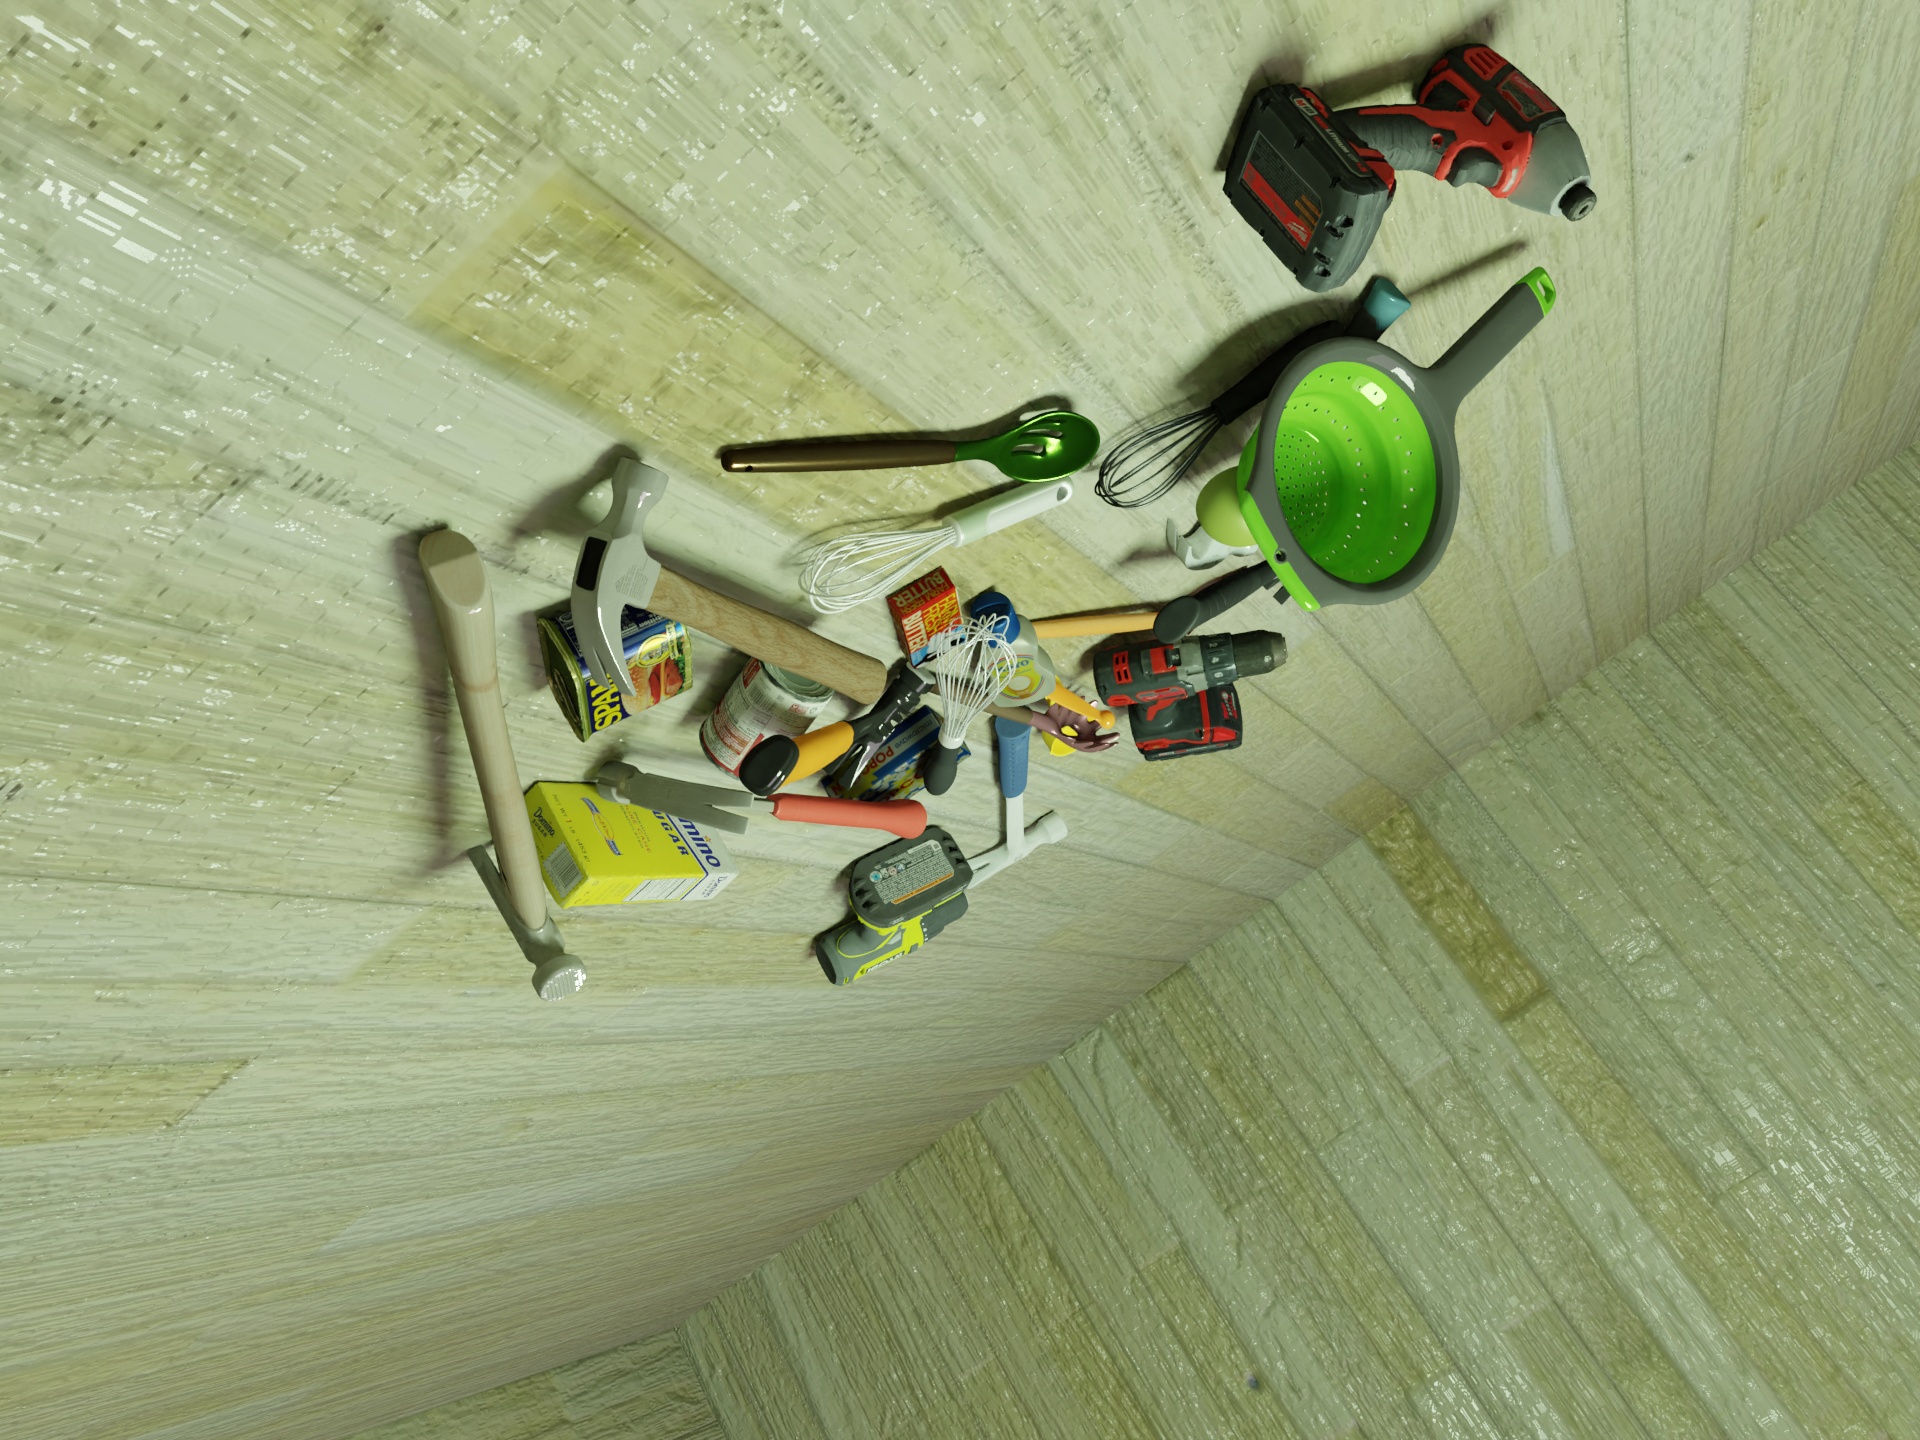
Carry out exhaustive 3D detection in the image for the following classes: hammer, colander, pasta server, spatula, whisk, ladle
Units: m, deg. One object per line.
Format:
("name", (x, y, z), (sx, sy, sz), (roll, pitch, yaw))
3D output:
("hammer", (-0.127, 0.074, 1.324), (0.358, 0.149, 0.037), (12, 89, -58))
("hammer", (0.055, 0.084, 1.749), (0.144, 0.035, 0.405), (-29, 159, -10))
("colander", (0.340, -0.240, 1.275), (0.397, 0.204, 0.094), (-43, -161, -23))
("pasta server", (0.054, -0.013, 1.502), (0.040, 0.060, 0.316), (-37, 151, 23))
("spatula", (0.165, -0.101, 1.523), (0.322, 0.041, 0.081), (-7, 148, -41))
("whisk", (-0.003, -0.004, 1.367), (0.070, 0.070, 0.284), (-24, 157, -22))
("ladle", (0.313, -0.209, 1.400), (0.320, 0.062, 0.078), (-23, 156, -47))
("hammer", (-0.140, -0.058, 1.052), (0.331, 0.031, 0.130), (24, 85, -61))
("hammer", (0.276, -0.132, 1.504), (0.335, 0.035, 0.146), (-28, 162, -48))
("hammer", (-0.103, 0.021, 1.222), (0.127, 0.034, 0.337), (-50, 175, 13))
("hammer", (0.281, -0.243, 1.362), (0.128, 0.033, 0.330), (-18, 154, -36))
("whisk", (0.205, -0.241, 1.244), (0.239, 0.055, 0.055), (-36, 159, -4))
("hammer", (-0.309, 0.026, 1.044), (0.038, 0.146, 0.410), (-24, 147, -24))
("whisk", (-0.012, -0.136, 1.167), (0.246, 0.059, 0.057), (-26, 130, -29))

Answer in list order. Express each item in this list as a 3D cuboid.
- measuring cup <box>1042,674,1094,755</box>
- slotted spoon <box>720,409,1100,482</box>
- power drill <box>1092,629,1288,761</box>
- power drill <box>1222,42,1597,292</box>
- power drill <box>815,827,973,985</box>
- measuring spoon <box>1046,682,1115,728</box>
("measuring cup", (0.099, -0.015, 1.624), (0.062, 0.029, 0.156), (-35, 147, -4))
("slotted spoon", (-0.026, -0.182, 1.071), (0.313, 0.031, 0.070), (-11, 150, -40))
("power drill", (0.243, -0.033, 1.625), (0.188, 0.080, 0.226), (-10, 162, 12))
("power drill", (0.289, -0.349, 0.997), (0.219, 0.143, 0.078), (-21, 153, -23))
("power drill", (-0.061, 0.210, 1.806), (0.190, 0.080, 0.228), (-24, 160, -22))
("measuring spoon", (0.108, -0.022, 1.542), (0.116, 0.021, 0.011), (28, 145, -28))
